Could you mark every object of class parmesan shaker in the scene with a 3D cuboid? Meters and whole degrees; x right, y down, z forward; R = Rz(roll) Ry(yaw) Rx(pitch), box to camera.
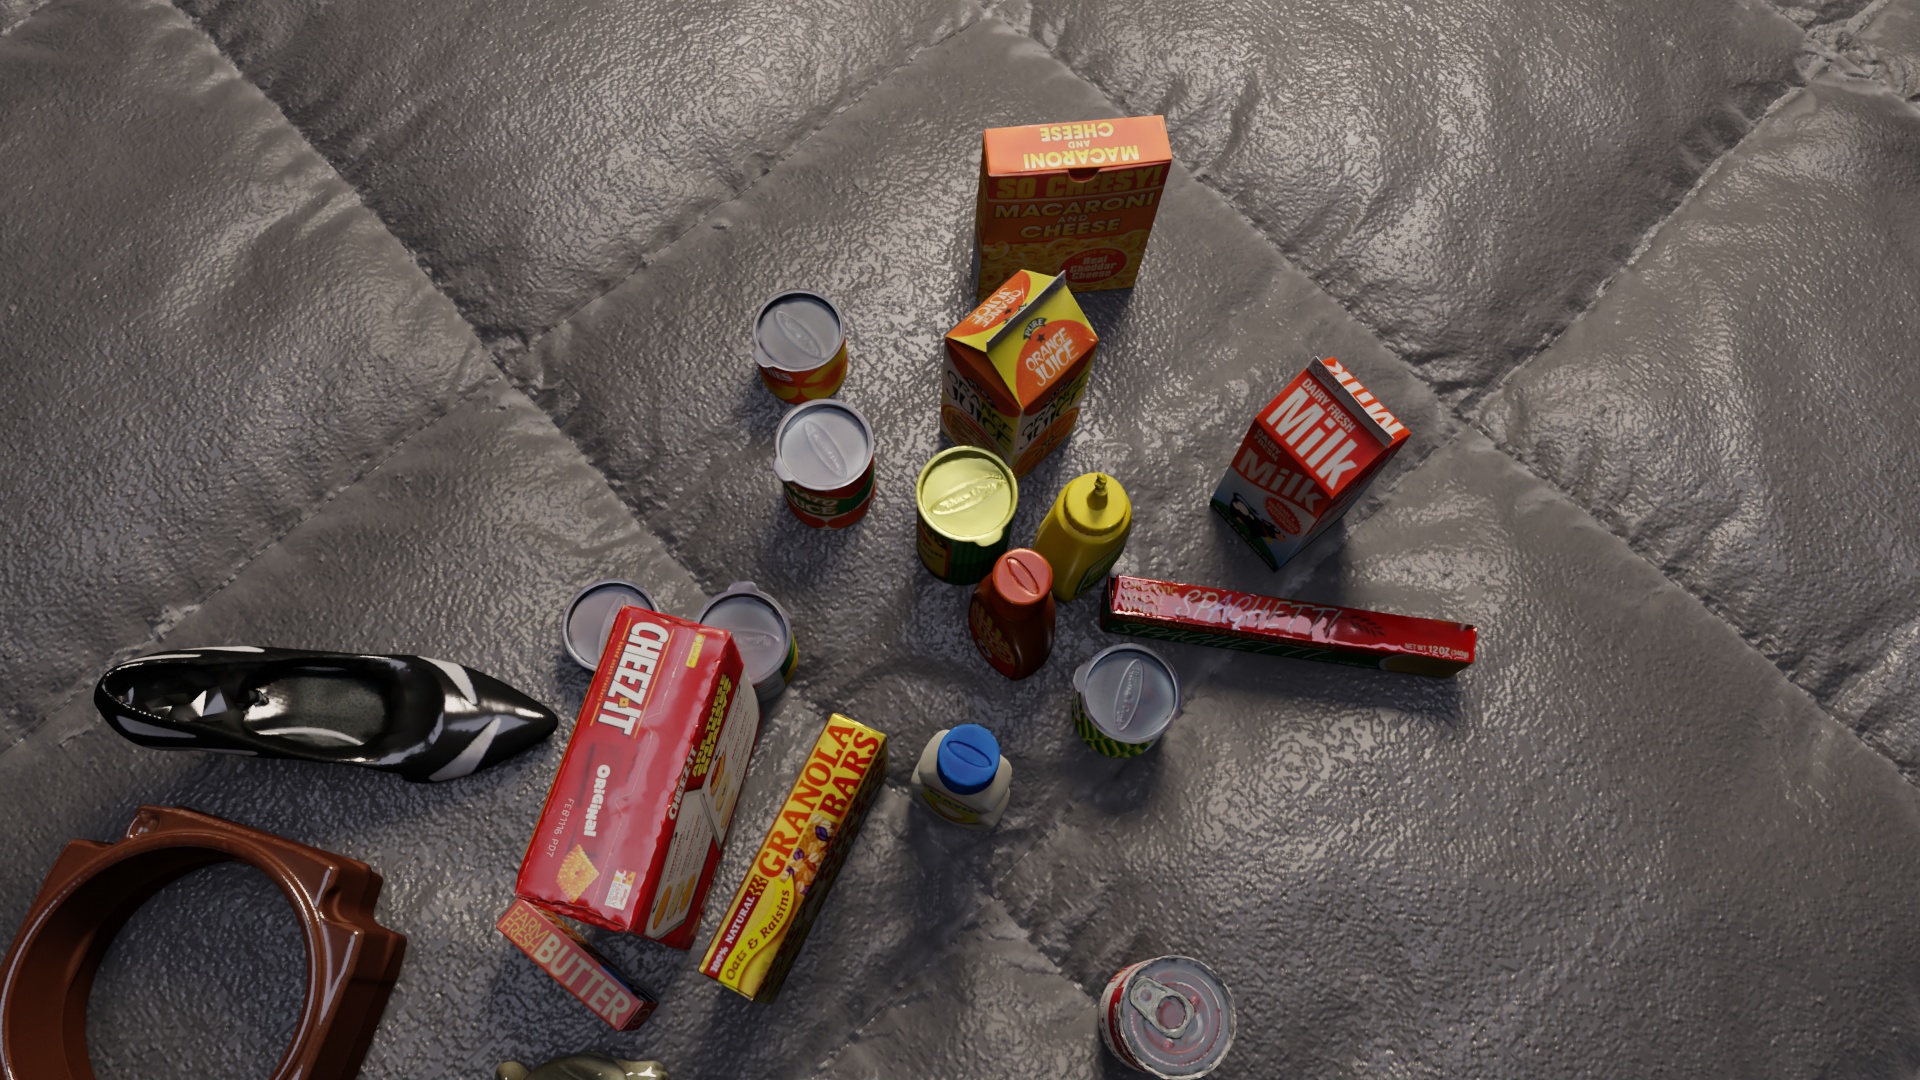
[{"bbox_3d":[0.003,-0.012,0.939,0.071,0.102,0.071,1,71,-2],"label":"parmesan shaker"}]

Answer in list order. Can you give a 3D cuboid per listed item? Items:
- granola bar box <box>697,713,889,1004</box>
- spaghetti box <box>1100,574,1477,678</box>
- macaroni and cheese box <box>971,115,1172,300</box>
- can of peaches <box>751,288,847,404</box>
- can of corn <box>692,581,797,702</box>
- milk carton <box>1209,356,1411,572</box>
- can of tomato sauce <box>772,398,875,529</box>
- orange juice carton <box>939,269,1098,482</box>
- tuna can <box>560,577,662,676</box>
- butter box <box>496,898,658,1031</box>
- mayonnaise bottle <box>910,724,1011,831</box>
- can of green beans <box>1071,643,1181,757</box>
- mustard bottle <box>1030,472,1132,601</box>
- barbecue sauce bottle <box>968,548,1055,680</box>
[{"bbox_3d":[-0.098,0.196,0.850,0.039,0.123,0.166,25,72,6],"label":"granola bar box"},{"bbox_3d":[0.220,0.060,0.950,0.250,0.050,0.029,8,71,0],"label":"spaghetti box"},{"bbox_3d":[0.074,-0.231,0.986,0.124,0.166,0.040,-6,71,-4],"label":"macaroni and cheese box"},{"bbox_3d":[-0.117,-0.138,1.003,0.071,0.058,0.071,1,71,-2],"label":"can of peaches"},{"bbox_3d":[-0.143,0.069,0.928,0.071,0.058,0.071,1,71,-2],"label":"can of corn"},{"bbox_3d":[0.231,-0.054,0.917,0.073,0.190,0.072,-37,76,-14],"label":"milk carton"},{"bbox_3d":[-0.093,-0.049,0.959,0.071,0.083,0.071,1,71,-2],"label":"can of tomato sauce"},{"bbox_3d":[0.036,-0.111,0.928,0.072,0.192,0.073,-43,78,-15],"label":"orange juice carton"},{"bbox_3d":[-0.231,0.062,0.940,0.071,0.032,0.071,1,71,-2],"label":"tuna can"},{"bbox_3d":[-0.237,0.262,0.858,0.103,0.053,0.024,36,73,10],"label":"butter box"},{"bbox_3d":[0.002,0.146,0.859,0.065,0.147,0.041,26,72,7],"label":"mayonnaise bottle"},{"bbox_3d":[0.109,0.107,0.925,0.071,0.057,0.071,1,71,-2],"label":"can of green beans"},{"bbox_3d":[0.082,-0.008,0.910,0.065,0.159,0.049,-41,77,-14],"label":"mustard bottle"},{"bbox_3d":[0.035,0.045,0.896,0.044,0.148,0.065,-34,75,-13],"label":"barbecue sauce bottle"}]
